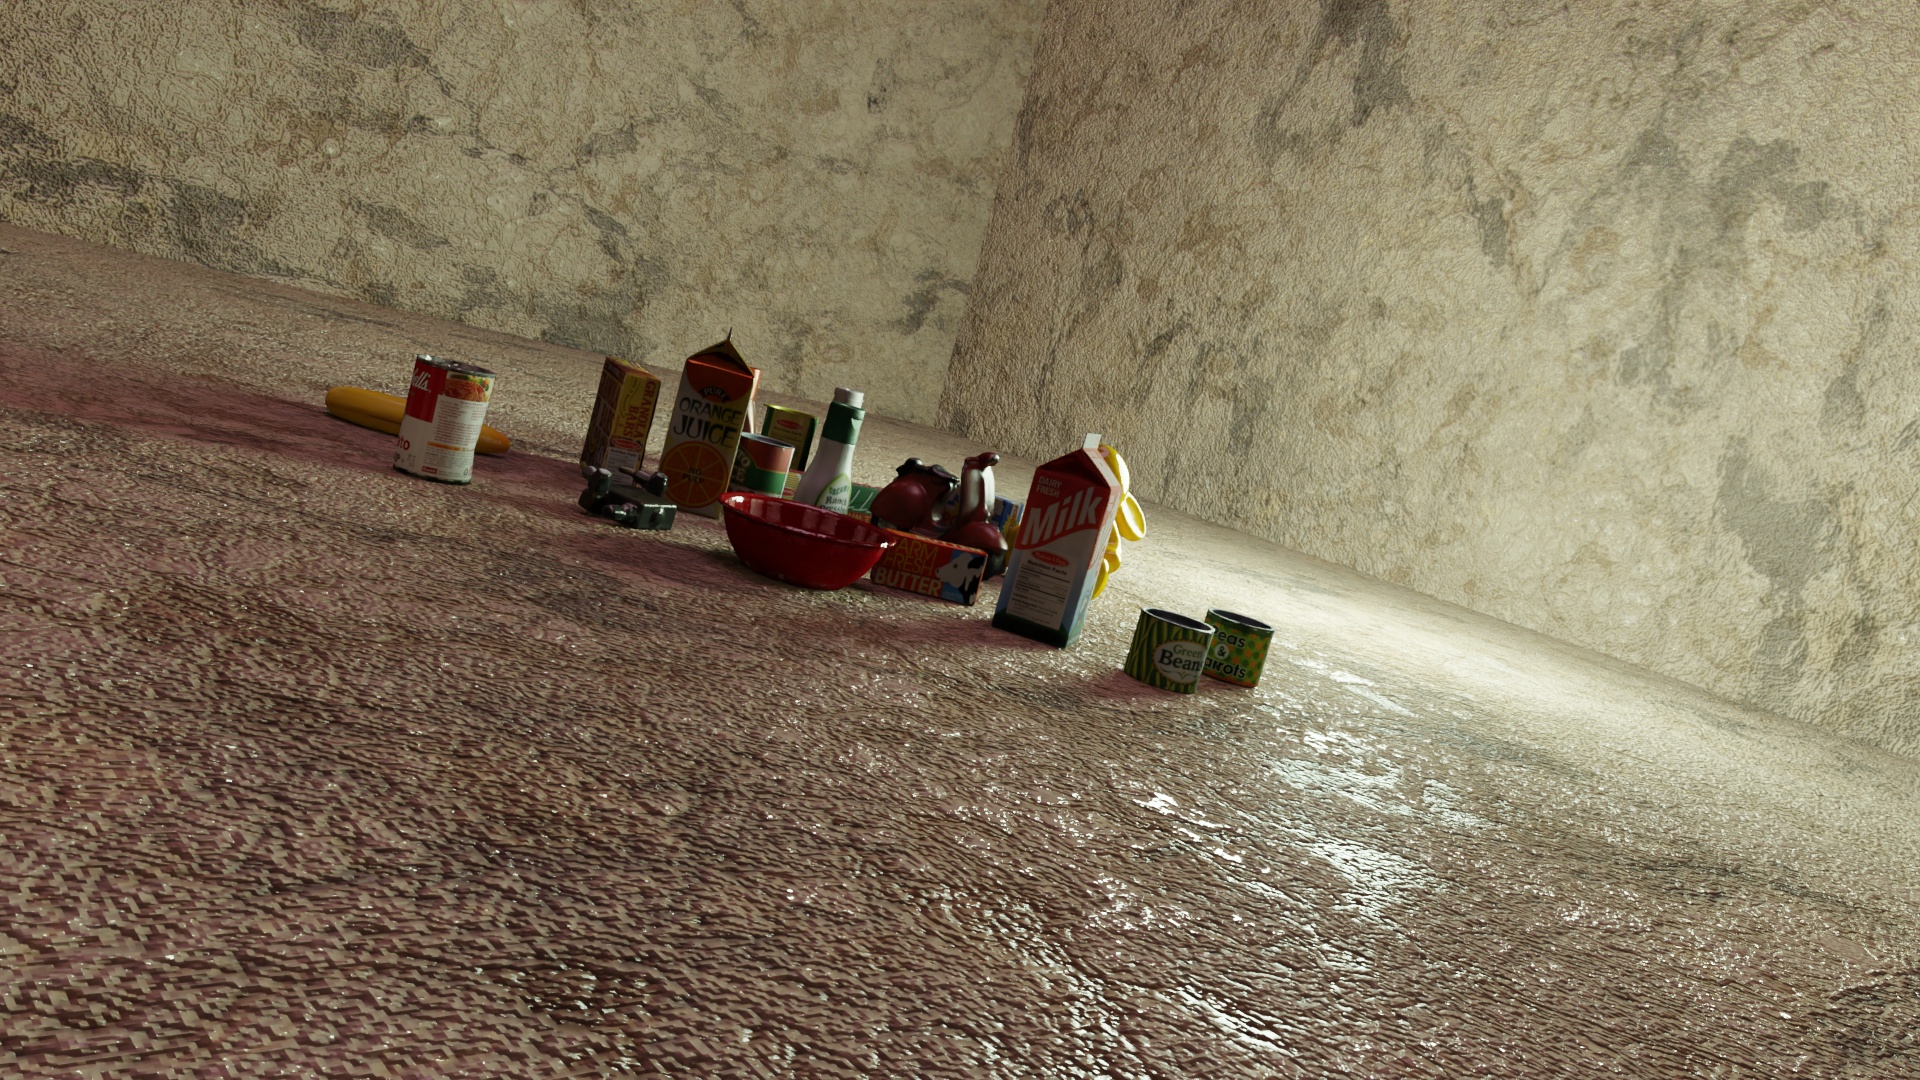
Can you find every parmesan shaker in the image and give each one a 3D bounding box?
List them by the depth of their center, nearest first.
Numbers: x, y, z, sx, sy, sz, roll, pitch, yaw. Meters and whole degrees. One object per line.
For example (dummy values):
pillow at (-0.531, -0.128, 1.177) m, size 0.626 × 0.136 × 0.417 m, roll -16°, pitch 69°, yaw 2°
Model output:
parmesan shaker at (-0.227, -0.114, 1.753) m, size 0.071 × 0.103 × 0.071 m, roll 15°, pitch 7°, yaw -2°

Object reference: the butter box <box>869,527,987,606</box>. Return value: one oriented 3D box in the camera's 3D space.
butter box at (-0.030, 0.025, 1.316) m, size 0.103 × 0.053 × 0.024 m, roll 14°, pitch 7°, yaw -12°

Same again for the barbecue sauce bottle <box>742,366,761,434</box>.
barbecue sauce bottle at (-0.268, -0.132, 1.622) m, size 0.065 × 0.148 × 0.044 m, roll 14°, pitch 7°, yaw -17°

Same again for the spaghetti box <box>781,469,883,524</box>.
spaghetti box at (-0.134, -0.044, 1.628) m, size 0.250 × 0.050 × 0.029 m, roll 10°, pitch 9°, yaw -36°

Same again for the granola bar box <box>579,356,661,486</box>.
granola bar box at (-0.357, -0.122, 1.453) m, size 0.039 × 0.124 × 0.166 m, roll 13°, pitch 8°, yaw -24°

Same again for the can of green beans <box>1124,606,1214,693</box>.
can of green beans at (0.181, 0.095, 1.207) m, size 0.071 × 0.057 × 0.071 m, roll 15°, pitch 7°, yaw -2°

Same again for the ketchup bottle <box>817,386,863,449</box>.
ketchup bottle at (-0.156, -0.116, 1.735) m, size 0.043 × 0.148 × 0.065 m, roll 15°, pitch 7°, yaw -2°

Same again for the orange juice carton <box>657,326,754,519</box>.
orange juice carton at (-0.259, -0.126, 1.427) m, size 0.073 × 0.192 × 0.072 m, roll 14°, pitch 7°, yaw -11°

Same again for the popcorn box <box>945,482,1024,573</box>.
popcorn box at (0.006, -0.020, 1.598) m, size 0.127 × 0.085 × 0.038 m, roll 21°, pitch 9°, yaw 38°

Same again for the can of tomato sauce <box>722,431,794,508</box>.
can of tomato sauce at (-0.224, -0.071, 1.510) m, size 0.071 × 0.083 × 0.071 m, roll 15°, pitch 7°, yaw -2°

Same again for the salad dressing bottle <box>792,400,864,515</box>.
salad dressing bottle at (-0.134, -0.067, 1.417) m, size 0.044 × 0.147 × 0.064 m, roll 20°, pitch 8°, yaw 35°

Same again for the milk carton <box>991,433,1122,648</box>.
milk carton at (0.094, -0.005, 1.261) m, size 0.073 × 0.190 × 0.072 m, roll 17°, pitch 7°, yaw 14°

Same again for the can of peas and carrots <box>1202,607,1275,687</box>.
can of peas and carrots at (0.257, 0.101, 1.315) m, size 0.071 × 0.058 × 0.071 m, roll 15°, pitch 7°, yaw -2°
